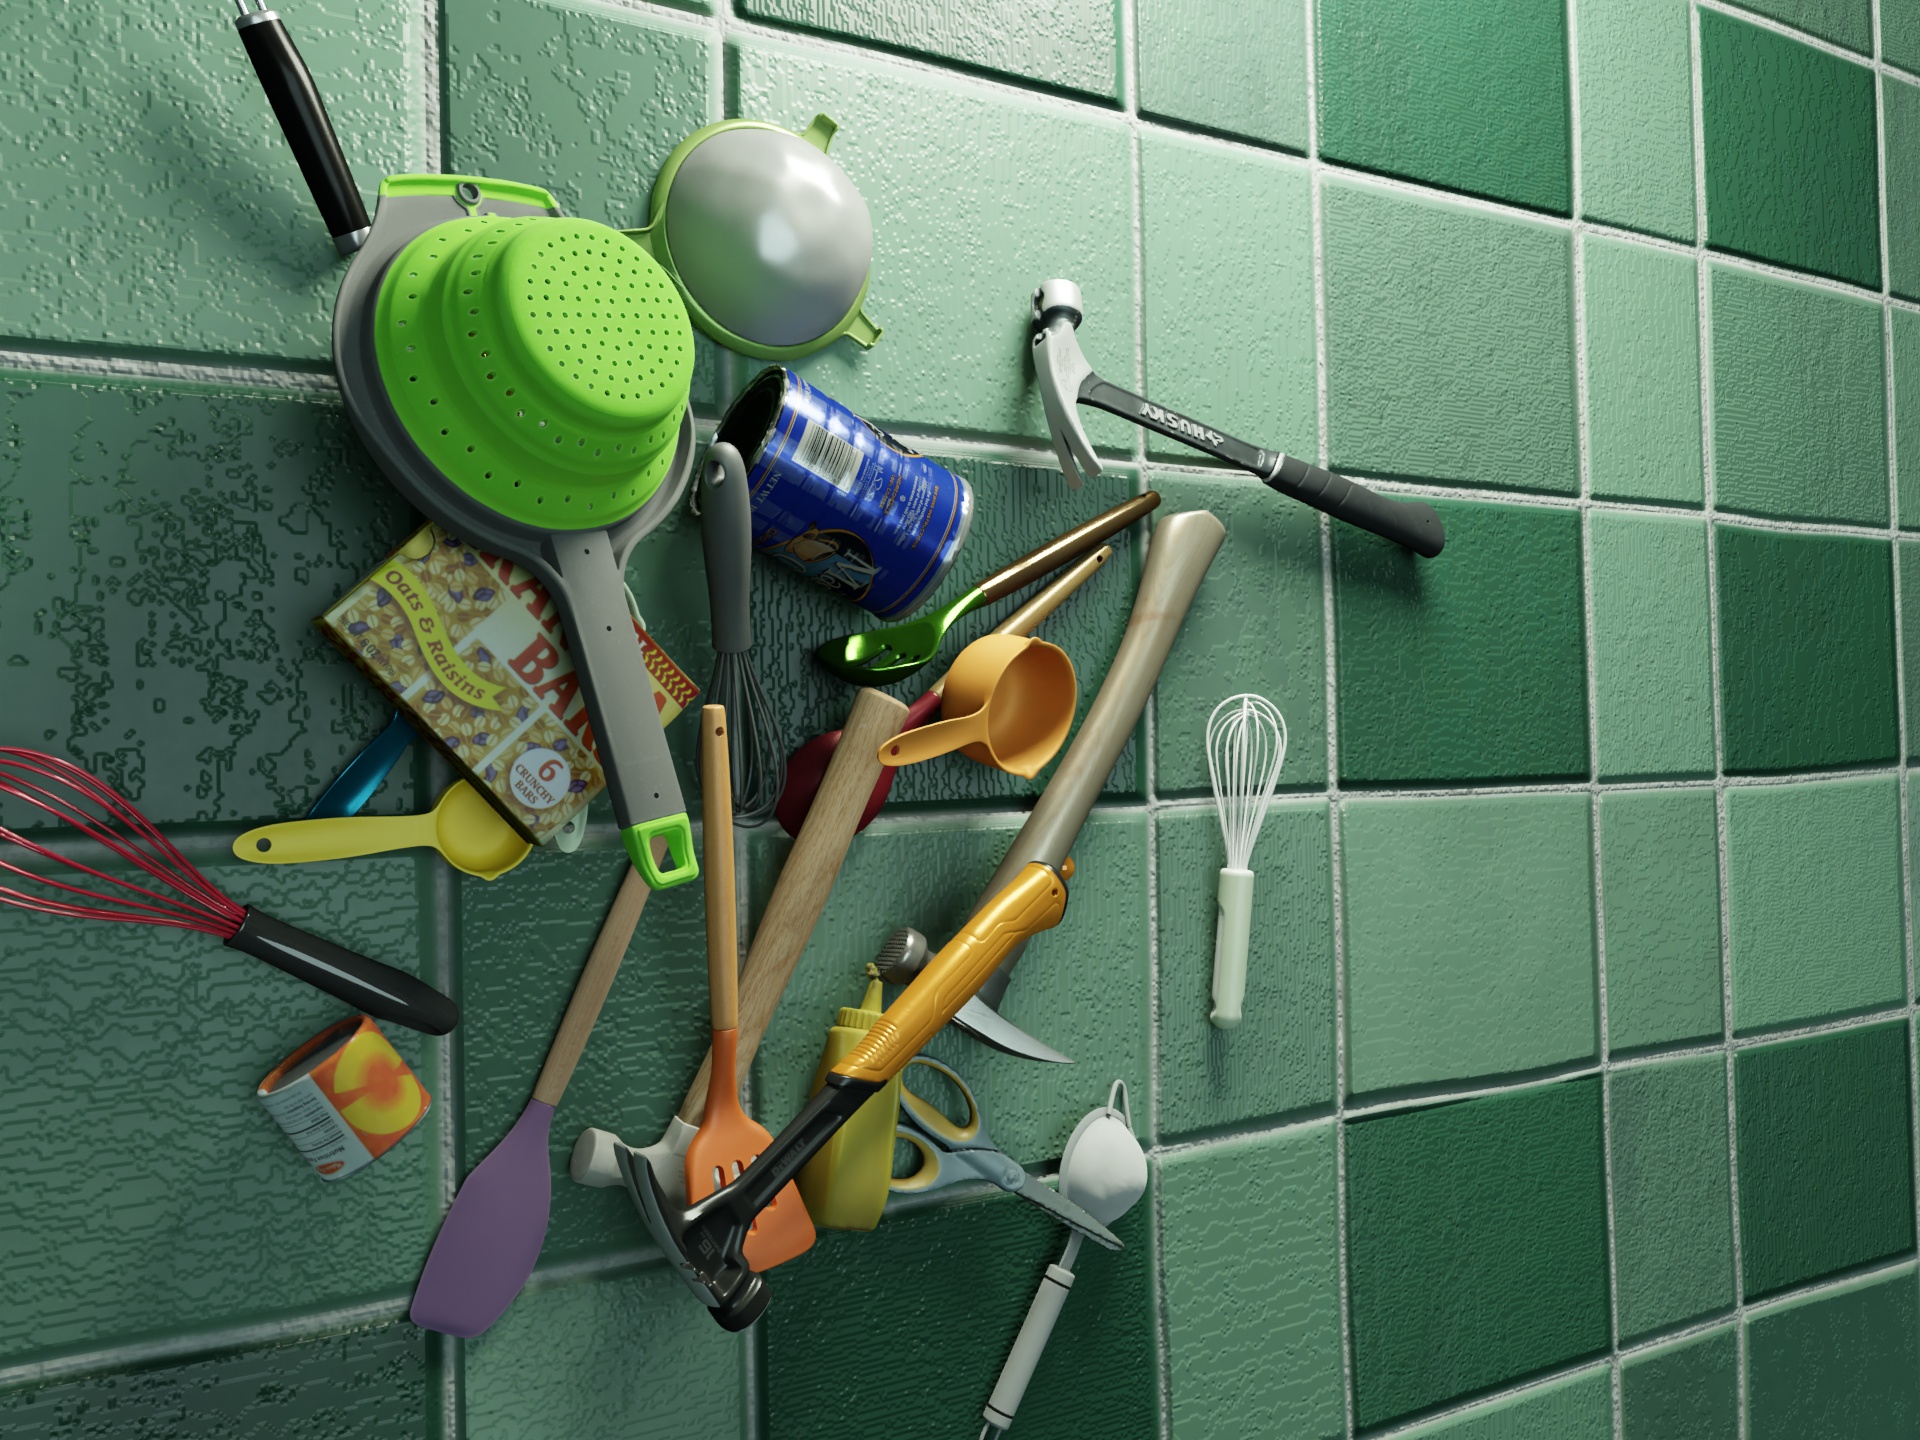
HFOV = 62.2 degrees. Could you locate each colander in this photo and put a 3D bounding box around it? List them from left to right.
[{"bbox_3d":[-0.183,-0.112,0.817,0.204,0.094,0.397,-14,86,-45],"label":"colander"}]

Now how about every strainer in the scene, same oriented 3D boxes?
[{"bbox_3d":[-0.152,-0.290,0.946,0.256,0.069,0.151,-15,96,-32],"label":"strainer"},{"bbox_3d":[0.073,0.370,1.077,0.086,0.050,0.258,38,72,-40],"label":"strainer"}]

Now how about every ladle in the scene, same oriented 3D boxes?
[{"bbox_3d":[0.000,-0.028,1.055,0.315,0.031,0.069,-42,113,-27],"label":"ladle"}]

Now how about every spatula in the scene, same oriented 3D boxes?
[{"bbox_3d":[-0.226,0.195,0.912,0.059,0.018,0.316,28,75,-29],"label":"spatula"},{"bbox_3d":[-0.130,0.152,0.905,0.081,0.041,0.322,-6,97,-36],"label":"spatula"}]

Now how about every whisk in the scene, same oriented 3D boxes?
[{"bbox_3d":[-0.382,0.094,0.799,0.295,0.073,0.073,35,71,-31],"label":"whisk"},{"bbox_3d":[-0.130,-0.044,0.920,0.055,0.055,0.238,-16,121,-31],"label":"whisk"},{"bbox_3d":[0.202,0.103,1.166,0.059,0.058,0.246,5,88,3],"label":"whisk"}]

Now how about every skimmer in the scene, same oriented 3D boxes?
[{"bbox_3d":[-0.400,-0.420,0.825,0.127,0.090,0.363,-32,115,-31],"label":"skimmer"}]

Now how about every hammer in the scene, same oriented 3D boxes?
[{"bbox_3d":[-0.108,0.137,0.958,0.130,0.031,0.331,27,82,-30],"label":"hammer"},{"bbox_3d":[-0.050,0.189,0.936,0.337,0.034,0.127,-42,116,-32],"label":"hammer"},{"bbox_3d":[0.096,0.031,1.096,0.146,0.038,0.411,35,69,-17],"label":"hammer"},{"bbox_3d":[0.218,-0.189,1.173,0.408,0.036,0.149,15,61,-33],"label":"hammer"}]

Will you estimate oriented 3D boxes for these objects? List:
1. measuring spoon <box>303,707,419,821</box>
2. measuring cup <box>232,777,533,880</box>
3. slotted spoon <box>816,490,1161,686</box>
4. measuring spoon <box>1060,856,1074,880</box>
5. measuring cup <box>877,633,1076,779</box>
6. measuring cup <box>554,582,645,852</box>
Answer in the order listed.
[{"bbox_3d":[-0.319,0.016,0.867,0.128,0.021,0.042,-53,128,-12],"label":"measuring spoon"},{"bbox_3d":[-0.310,0.061,0.862,0.156,0.029,0.062,-4,90,-29],"label":"measuring cup"},{"bbox_3d":[0.031,-0.092,1.065,0.314,0.070,0.031,-32,127,-34],"label":"slotted spoon"},{"bbox_3d":[0.042,0.135,1.081,0.117,0.011,0.021,-47,111,-24],"label":"measuring spoon"},{"bbox_3d":[-0.002,-0.003,1.003,0.173,0.052,0.095,-17,115,-41],"label":"measuring cup"},{"bbox_3d":[-0.227,-0.009,0.910,0.083,0.038,0.167,1,90,-30],"label":"measuring cup"}]
